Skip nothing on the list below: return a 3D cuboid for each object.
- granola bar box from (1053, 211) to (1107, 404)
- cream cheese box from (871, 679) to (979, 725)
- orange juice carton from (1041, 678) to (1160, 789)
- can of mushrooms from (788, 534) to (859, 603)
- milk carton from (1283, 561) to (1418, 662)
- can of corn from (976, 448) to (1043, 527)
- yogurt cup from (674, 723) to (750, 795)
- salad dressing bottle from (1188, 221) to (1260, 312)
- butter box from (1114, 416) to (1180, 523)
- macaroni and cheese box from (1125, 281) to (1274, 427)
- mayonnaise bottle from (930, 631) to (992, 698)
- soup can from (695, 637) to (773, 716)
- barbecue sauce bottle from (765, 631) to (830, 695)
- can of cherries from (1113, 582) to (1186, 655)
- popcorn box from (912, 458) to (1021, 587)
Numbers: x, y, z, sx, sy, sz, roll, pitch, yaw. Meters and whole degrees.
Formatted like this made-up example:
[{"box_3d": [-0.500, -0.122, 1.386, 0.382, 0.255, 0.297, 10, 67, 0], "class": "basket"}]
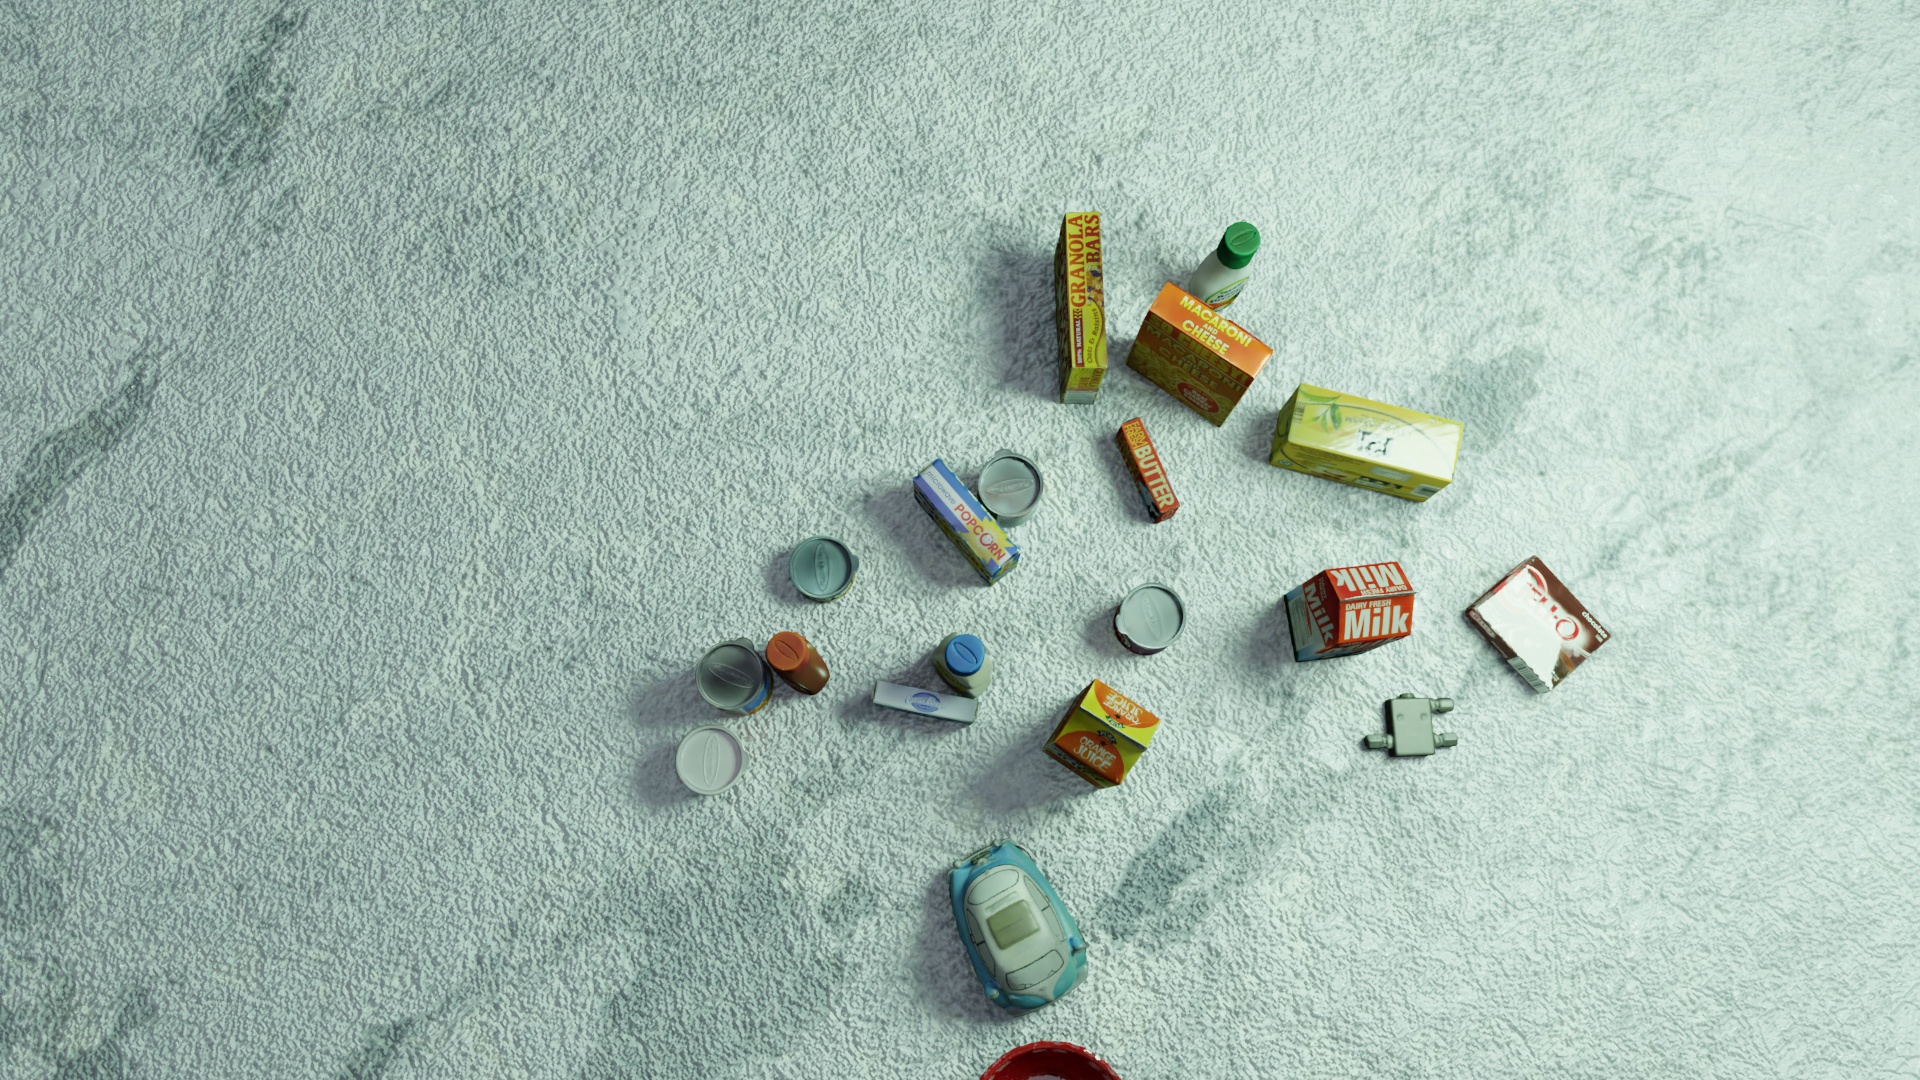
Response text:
[{"box_3d": [0.122, -0.236, 1.427, 0.039, 0.124, 0.166, -1, 78, -2], "class": "granola bar box"}, {"box_3d": [-0.035, 0.161, 1.372, 0.104, 0.053, 0.024, 11, 78, 1], "class": "cream cheese box"}, {"box_3d": [0.131, 0.182, 1.301, 0.072, 0.192, 0.073, 33, 79, 5], "class": "orange juice carton"}, {"box_3d": [-0.137, 0.029, 1.409, 0.071, 0.033, 0.071, 0, 78, -1], "class": "can of mushrooms"}, {"box_3d": [0.374, 0.067, 1.333, 0.072, 0.190, 0.073, -7, 78, -3], "class": "milk carton"}, {"box_3d": [0.049, -0.053, 1.419, 0.071, 0.058, 0.071, 0, 78, -1], "class": "can of corn"}, {"box_3d": [-0.240, 0.215, 1.355, 0.072, 0.054, 0.072, 0, 78, -1], "class": "yogurt cup"}, {"box_3d": [0.274, -0.281, 1.429, 0.064, 0.147, 0.044, -26, 80, -6], "class": "salad dressing bottle"}, {"box_3d": [0.191, -0.072, 1.429, 0.024, 0.053, 0.103, -22, 79, -6], "class": "butter box"}, {"box_3d": [0.237, -0.185, 1.397, 0.124, 0.166, 0.040, 35, 80, 6], "class": "macaroni and cheese box"}, {"box_3d": [0.002, 0.117, 1.334, 0.065, 0.148, 0.041, 42, 80, 7], "class": "mayonnaise bottle"}, {"box_3d": [-0.218, 0.134, 1.358, 0.071, 0.083, 0.071, 0, 78, -1], "class": "soup can"}, {"box_3d": [-0.159, 0.114, 1.331, 0.065, 0.148, 0.044, 38, 80, 6], "class": "barbecue sauce bottle"}, {"box_3d": [0.186, 0.080, 1.393, 0.071, 0.058, 0.071, 0, 78, -1], "class": "can of cherries"}, {"box_3d": [0.005, -0.018, 1.396, 0.038, 0.085, 0.127, -39, 82, -9], "class": "popcorn box"}]
